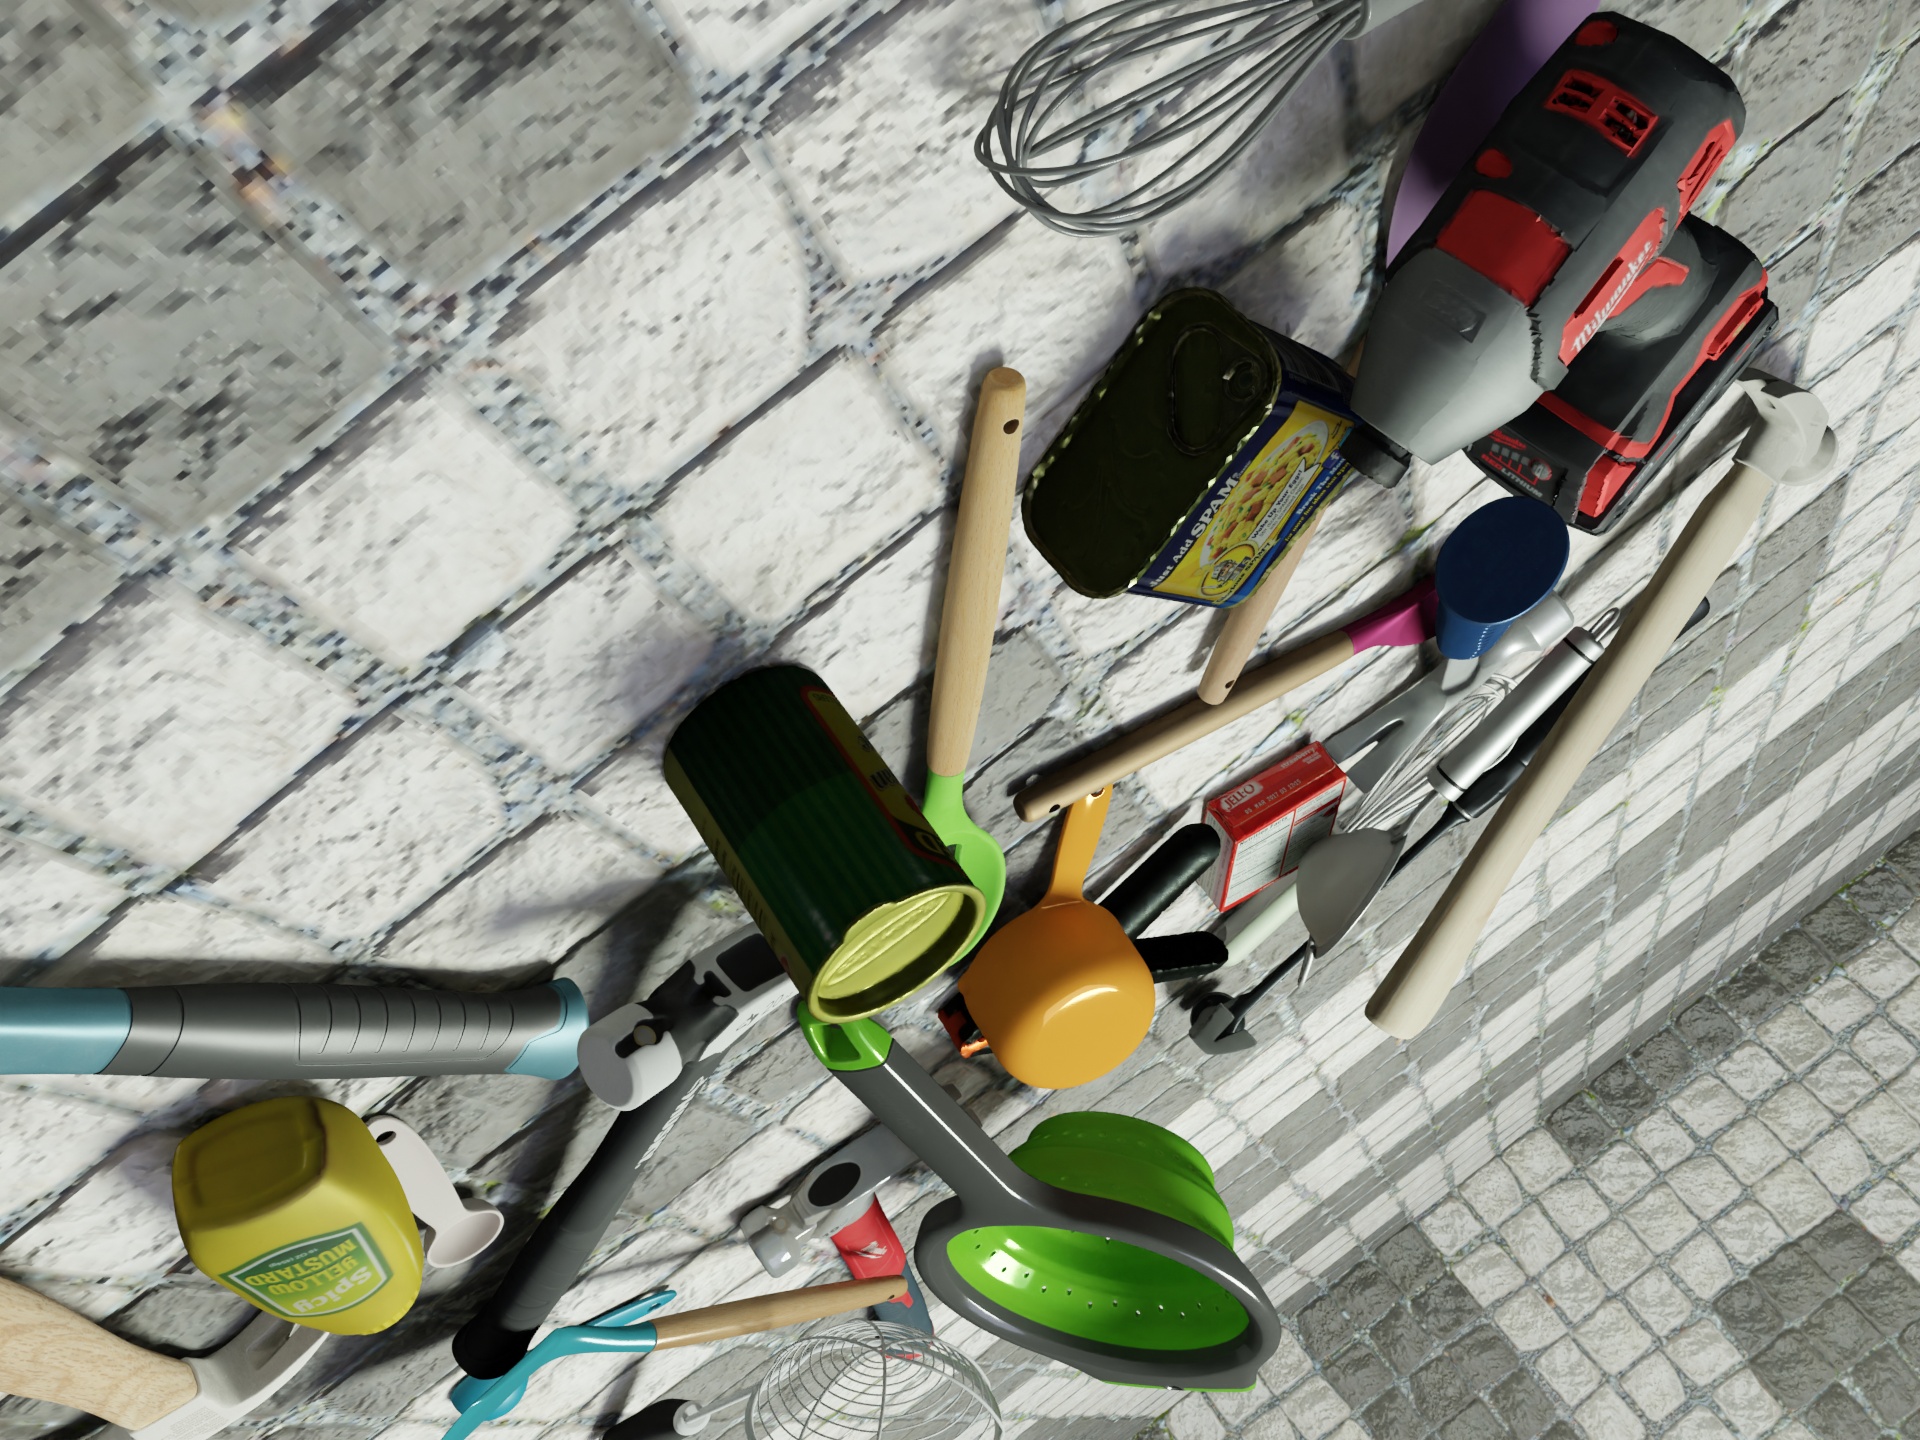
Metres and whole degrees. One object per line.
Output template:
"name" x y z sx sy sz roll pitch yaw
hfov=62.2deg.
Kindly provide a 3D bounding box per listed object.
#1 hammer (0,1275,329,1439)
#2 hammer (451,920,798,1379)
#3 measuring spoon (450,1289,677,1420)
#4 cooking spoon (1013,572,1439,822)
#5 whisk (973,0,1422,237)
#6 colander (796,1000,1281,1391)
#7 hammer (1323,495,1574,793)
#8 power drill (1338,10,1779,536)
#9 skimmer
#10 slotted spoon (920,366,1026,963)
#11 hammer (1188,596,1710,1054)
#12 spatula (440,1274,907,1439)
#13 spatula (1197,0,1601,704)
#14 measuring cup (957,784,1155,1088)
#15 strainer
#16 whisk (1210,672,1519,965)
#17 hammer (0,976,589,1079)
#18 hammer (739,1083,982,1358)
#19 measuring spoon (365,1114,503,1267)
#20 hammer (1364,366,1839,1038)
"hammer" -0.301 0.207 0.525 0.130 0.031 0.331 -29 157 -20
"hammer" -0.149 0.195 0.683 0.146 0.035 0.334 -29 160 -51
"measuring spoon" -0.209 0.344 0.860 0.128 0.021 0.042 -18 145 -29
"cooking spoon" 0.160 -0.026 0.745 0.319 0.017 0.068 -26 152 -20
"whisk" 0.104 -0.194 0.423 0.239 0.055 0.055 -33 150 -16
"colander" 0.042 0.233 0.851 0.204 0.095 0.396 -11 132 32
"hammer" 0.212 -0.031 0.672 0.144 0.035 0.405 -41 167 9
"power drill" 0.202 -0.131 0.538 0.143 0.079 0.219 -55 156 18
"skimmer" -0.114 0.405 0.880 0.127 0.090 0.363 -7 156 -41
"slotted spoon" -0.001 -0.002 0.598 0.070 0.031 0.313 -21 145 -23
"hammer" 0.294 0.063 0.972 0.409 0.036 0.149 -43 170 3
"spatula" -0.138 0.326 0.825 0.317 0.044 0.082 9 127 -47
"spatula" 0.147 -0.121 0.599 0.059 0.018 0.315 -14 142 -31
"measuring cup" 0.058 0.103 0.751 0.095 0.052 0.173 -5 127 -23
"strainer" 0.245 0.037 0.828 0.258 0.050 0.087 -50 179 19
"whisk" 0.229 0.061 0.924 0.059 0.058 0.246 31 116 -22
"hammer" -0.236 0.090 0.466 0.128 0.033 0.330 -48 149 16
"hammer" -0.038 0.348 1.036 0.143 0.038 0.385 -32 150 -14
"measuring spoon" -0.218 0.186 0.644 0.034 0.018 0.124 -32 143 -20
"hammer" 0.338 0.004 0.874 0.146 0.038 0.410 9 114 -53
